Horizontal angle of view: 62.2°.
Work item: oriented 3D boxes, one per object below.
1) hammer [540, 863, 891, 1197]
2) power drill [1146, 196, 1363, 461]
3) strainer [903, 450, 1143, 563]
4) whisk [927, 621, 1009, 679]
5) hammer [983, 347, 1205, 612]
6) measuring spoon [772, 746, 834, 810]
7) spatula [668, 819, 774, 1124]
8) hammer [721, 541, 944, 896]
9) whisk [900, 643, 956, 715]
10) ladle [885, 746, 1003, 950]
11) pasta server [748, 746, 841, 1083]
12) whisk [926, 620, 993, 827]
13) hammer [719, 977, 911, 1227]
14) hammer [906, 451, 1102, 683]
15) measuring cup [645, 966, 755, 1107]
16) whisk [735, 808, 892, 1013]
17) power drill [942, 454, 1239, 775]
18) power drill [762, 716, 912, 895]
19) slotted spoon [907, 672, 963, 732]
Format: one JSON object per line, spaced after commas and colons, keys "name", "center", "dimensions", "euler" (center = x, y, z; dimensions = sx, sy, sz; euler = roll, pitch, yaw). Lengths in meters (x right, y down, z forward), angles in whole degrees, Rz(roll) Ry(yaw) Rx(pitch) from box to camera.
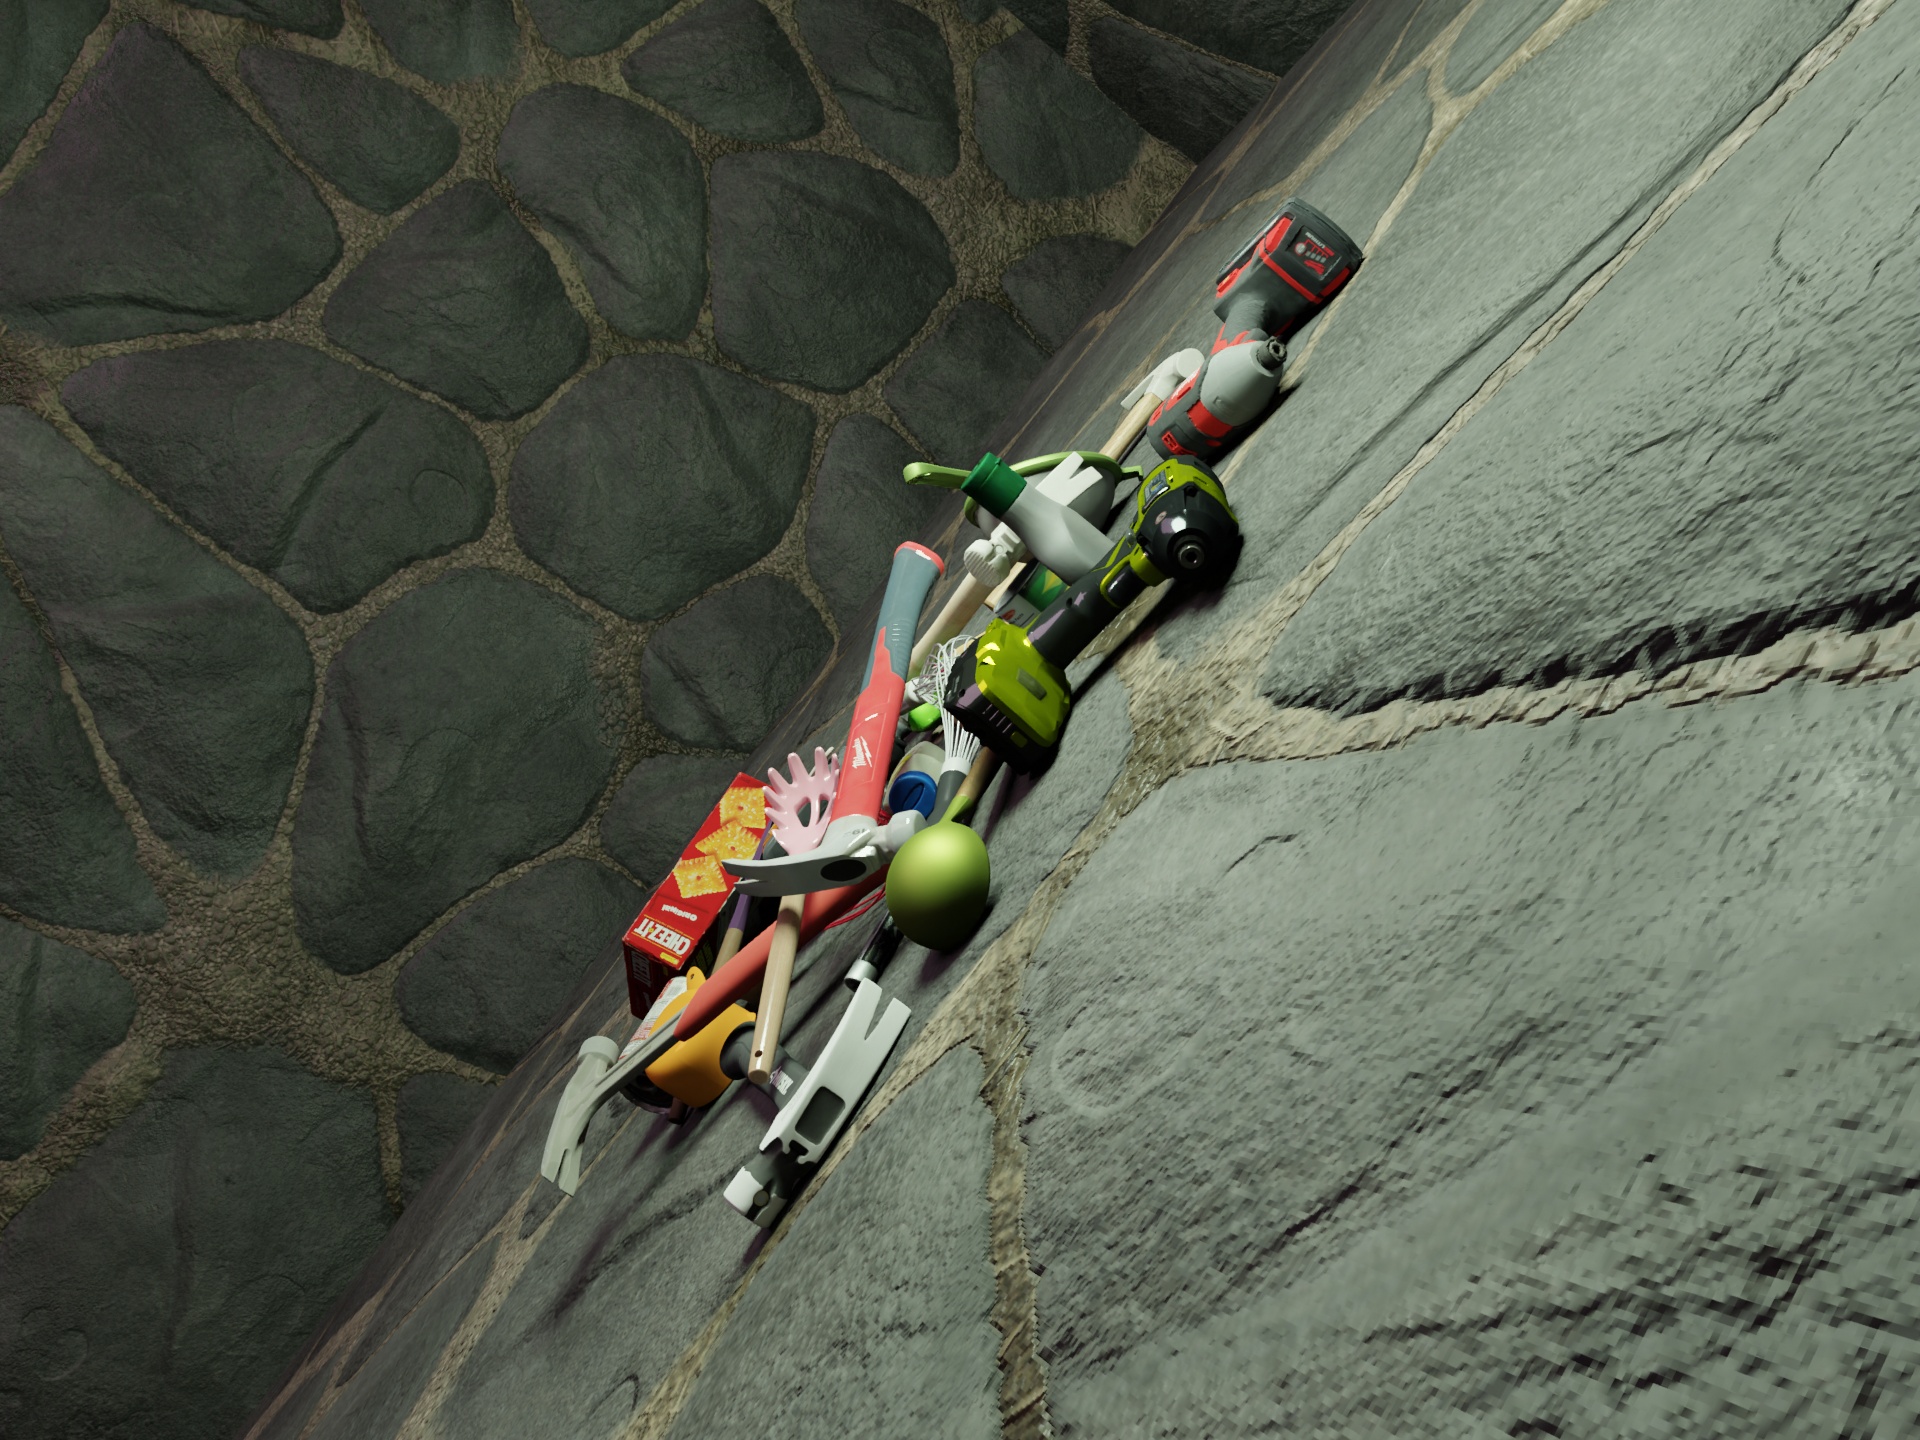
{"name": "hammer", "center": [-0.174, 0.202, 1.171], "dimensions": [0.359, 0.036, 0.149], "euler": [-40, 22, 19]}
{"name": "power drill", "center": [0.236, -0.310, 1.275], "dimensions": [0.143, 0.078, 0.220], "euler": [-38, 20, 57]}
{"name": "strainer", "center": [0.048, -0.186, 1.433], "dimensions": [0.151, 0.069, 0.256], "euler": [-26, -17, 39]}
{"name": "whisk", "center": [-0.008, -0.061, 1.606], "dimensions": [0.047, 0.051, 0.245], "euler": [-50, 10, -27]}
{"name": "hammer", "center": [0.132, -0.247, 1.663], "dimensions": [0.331, 0.031, 0.130], "euler": [-52, 10, -2]}
{"name": "measuring spoon", "center": [-0.147, 0.053, 1.471], "dimensions": [0.034, 0.018, 0.124], "euler": [-51, 2, -42]}
{"name": "spatula", "center": [-0.203, 0.206, 1.392], "dimensions": [0.059, 0.018, 0.316], "euler": [115, 171, -51]}
{"name": "hammer", "center": [-0.074, -0.016, 1.206], "dimensions": [0.143, 0.038, 0.387], "euler": [-12, 35, 16]}
{"name": "whisk", "center": [-0.034, -0.027, 1.426], "dimensions": [0.059, 0.058, 0.246], "euler": [-22, 0, -15]}
{"name": "ladle", "center": [0.018, 0.054, 1.077], "dimensions": [0.078, 0.062, 0.320], "euler": [-50, 2, 26]}
{"name": "pasta server", "center": [-0.119, 0.124, 1.093], "dimensions": [0.060, 0.040, 0.316], "euler": [-13, 32, 11]}
{"name": "whisk", "center": [0.001, 0.021, 1.183], "dimensions": [0.070, 0.070, 0.285], "euler": [-45, 19, 35]}
{"name": "hammer", "center": [-0.118, 0.229, 1.049], "dimensions": [0.146, 0.035, 0.335], "euler": [-54, 9, -12]}
{"name": "hammer", "center": [0.004, -0.104, 1.454], "dimensions": [0.146, 0.038, 0.410], "euler": [-46, -1, -26]}
{"name": "measuring cup", "center": [-0.225, 0.241, 1.307], "dimensions": [0.095, 0.052, 0.174], "euler": [-48, 29, 7]}
{"name": "whisk", "center": [-0.124, 0.163, 1.268], "dimensions": [0.295, 0.073, 0.073], "euler": [-51, 8, 39]}
{"name": "power drill", "center": [0.092, -0.074, 1.070], "dimensions": [0.223, 0.080, 0.171], "euler": [-45, 11, 19]}
{"name": "power drill", "center": [-0.101, 0.073, 1.428], "dimensions": [0.164, 0.084, 0.226], "euler": [-51, 5, 4]}
{"name": "slotted spoon", "center": [-0.002, -0.004, 1.407], "dimensions": [0.070, 0.031, 0.314], "euler": [-52, 11, -2]}
